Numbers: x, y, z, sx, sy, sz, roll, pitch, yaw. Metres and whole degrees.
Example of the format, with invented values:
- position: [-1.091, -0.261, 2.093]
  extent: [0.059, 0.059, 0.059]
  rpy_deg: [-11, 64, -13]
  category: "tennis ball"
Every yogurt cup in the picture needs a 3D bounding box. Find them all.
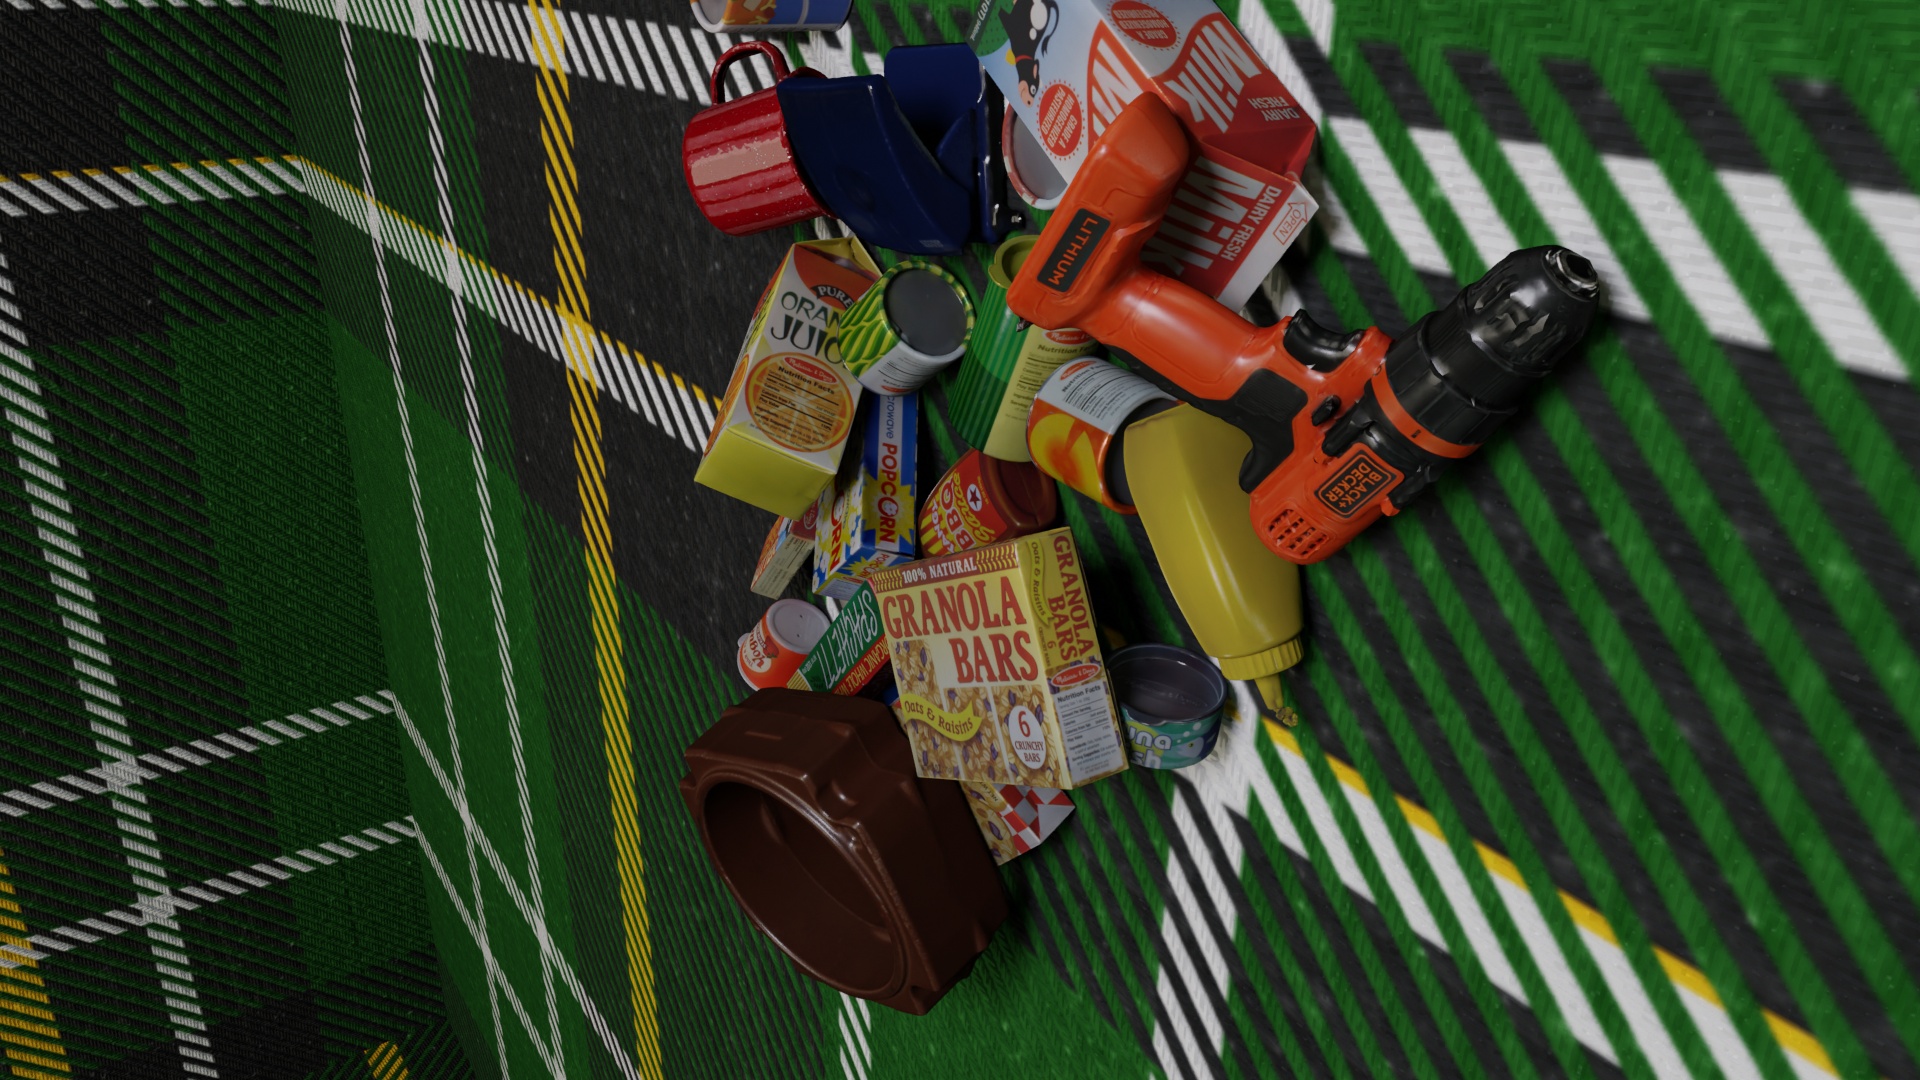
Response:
- position: [-0.133, 0.082, 1.075]
  extent: [0.072, 0.072, 0.053]
  rpy_deg: [56, 135, 27]
  category: "yogurt cup"

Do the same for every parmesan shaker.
- position: [0.034, -0.100, 0.734]
  extent: [0.071, 0.071, 0.102]
  rpy_deg: [54, 142, 30]
  category: "parmesan shaker"

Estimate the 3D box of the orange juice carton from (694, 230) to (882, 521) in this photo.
- position: [-0.100, -0.117, 0.886]
  extent: [0.071, 0.073, 0.193]
  rpy_deg: [-44, 28, 54]
  category: "orange juice carton"

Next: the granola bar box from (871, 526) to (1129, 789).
- position: [0.016, 0.065, 0.740]
  extent: [0.165, 0.039, 0.124]
  rpy_deg: [-14, 90, 61]
  category: "granola bar box"

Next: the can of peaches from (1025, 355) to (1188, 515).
- position: [0.077, -0.051, 0.695]
  extent: [0.058, 0.071, 0.071]
  rpy_deg: [32, 128, 46]
  category: "can of peaches"

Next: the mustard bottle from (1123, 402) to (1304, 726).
- position: [0.126, 0.013, 0.648]
  extent: [0.048, 0.065, 0.160]
  rpy_deg: [-13, 96, 58]
  category: "mustard bottle"

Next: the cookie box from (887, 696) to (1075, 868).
- position: [-0.015, 0.162, 0.911]
  extent: [0.123, 0.040, 0.166]
  rpy_deg: [49, 144, 3]
  category: "cookie box"

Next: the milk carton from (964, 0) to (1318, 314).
- position: [0.086, -0.190, 0.615]
  extent: [0.191, 0.074, 0.072]
  rpy_deg: [60, 145, 22]
  category: "milk carton"

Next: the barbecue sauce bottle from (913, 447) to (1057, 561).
- position: [0.003, -0.011, 0.845]
  extent: [0.148, 0.044, 0.065]
  rpy_deg: [-37, 69, 56]
  category: "barbecue sauce bottle"

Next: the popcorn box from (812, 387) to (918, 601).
- position: [-0.061, -0.034, 0.894]
  extent: [0.085, 0.038, 0.127]
  rpy_deg: [-40, 43, 54]
  category: "popcorn box"

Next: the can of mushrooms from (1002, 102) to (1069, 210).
- position: [0.052, -0.203, 0.701]
  extent: [0.071, 0.033, 0.070]
  rpy_deg: [30, 128, 49]
  category: "can of mushrooms"

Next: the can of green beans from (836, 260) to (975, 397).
- position: [-0.032, -0.126, 0.830]
  extent: [0.057, 0.071, 0.071]
  rpy_deg: [-29, 78, 57]
  category: "can of green beans"

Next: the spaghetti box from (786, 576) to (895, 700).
- position: [-0.072, 0.081, 0.931]
  extent: [0.050, 0.029, 0.249]
  rpy_deg: [65, 155, 12]
  category: "spaghetti box"

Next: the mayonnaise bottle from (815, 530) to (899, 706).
- position: [-0.056, 0.050, 0.964]
  extent: [0.064, 0.041, 0.148]
  rpy_deg: [-33, 76, 62]
  category: "mayonnaise bottle"

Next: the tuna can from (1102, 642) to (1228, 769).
- position: [0.101, 0.085, 0.709]
  extent: [0.071, 0.071, 0.032]
  rpy_deg: [39, 135, 43]
  category: "tuna can"

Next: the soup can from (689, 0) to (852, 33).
- position: [-0.117, -0.350, 0.853]
  extent: [0.071, 0.084, 0.071]
  rpy_deg: [28, 125, 50]
  category: "soup can"

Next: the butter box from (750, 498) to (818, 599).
- position: [-0.127, -0.001, 1.044]
  extent: [0.103, 0.024, 0.053]
  rpy_deg: [-49, 24, 53]
  category: "butter box"
